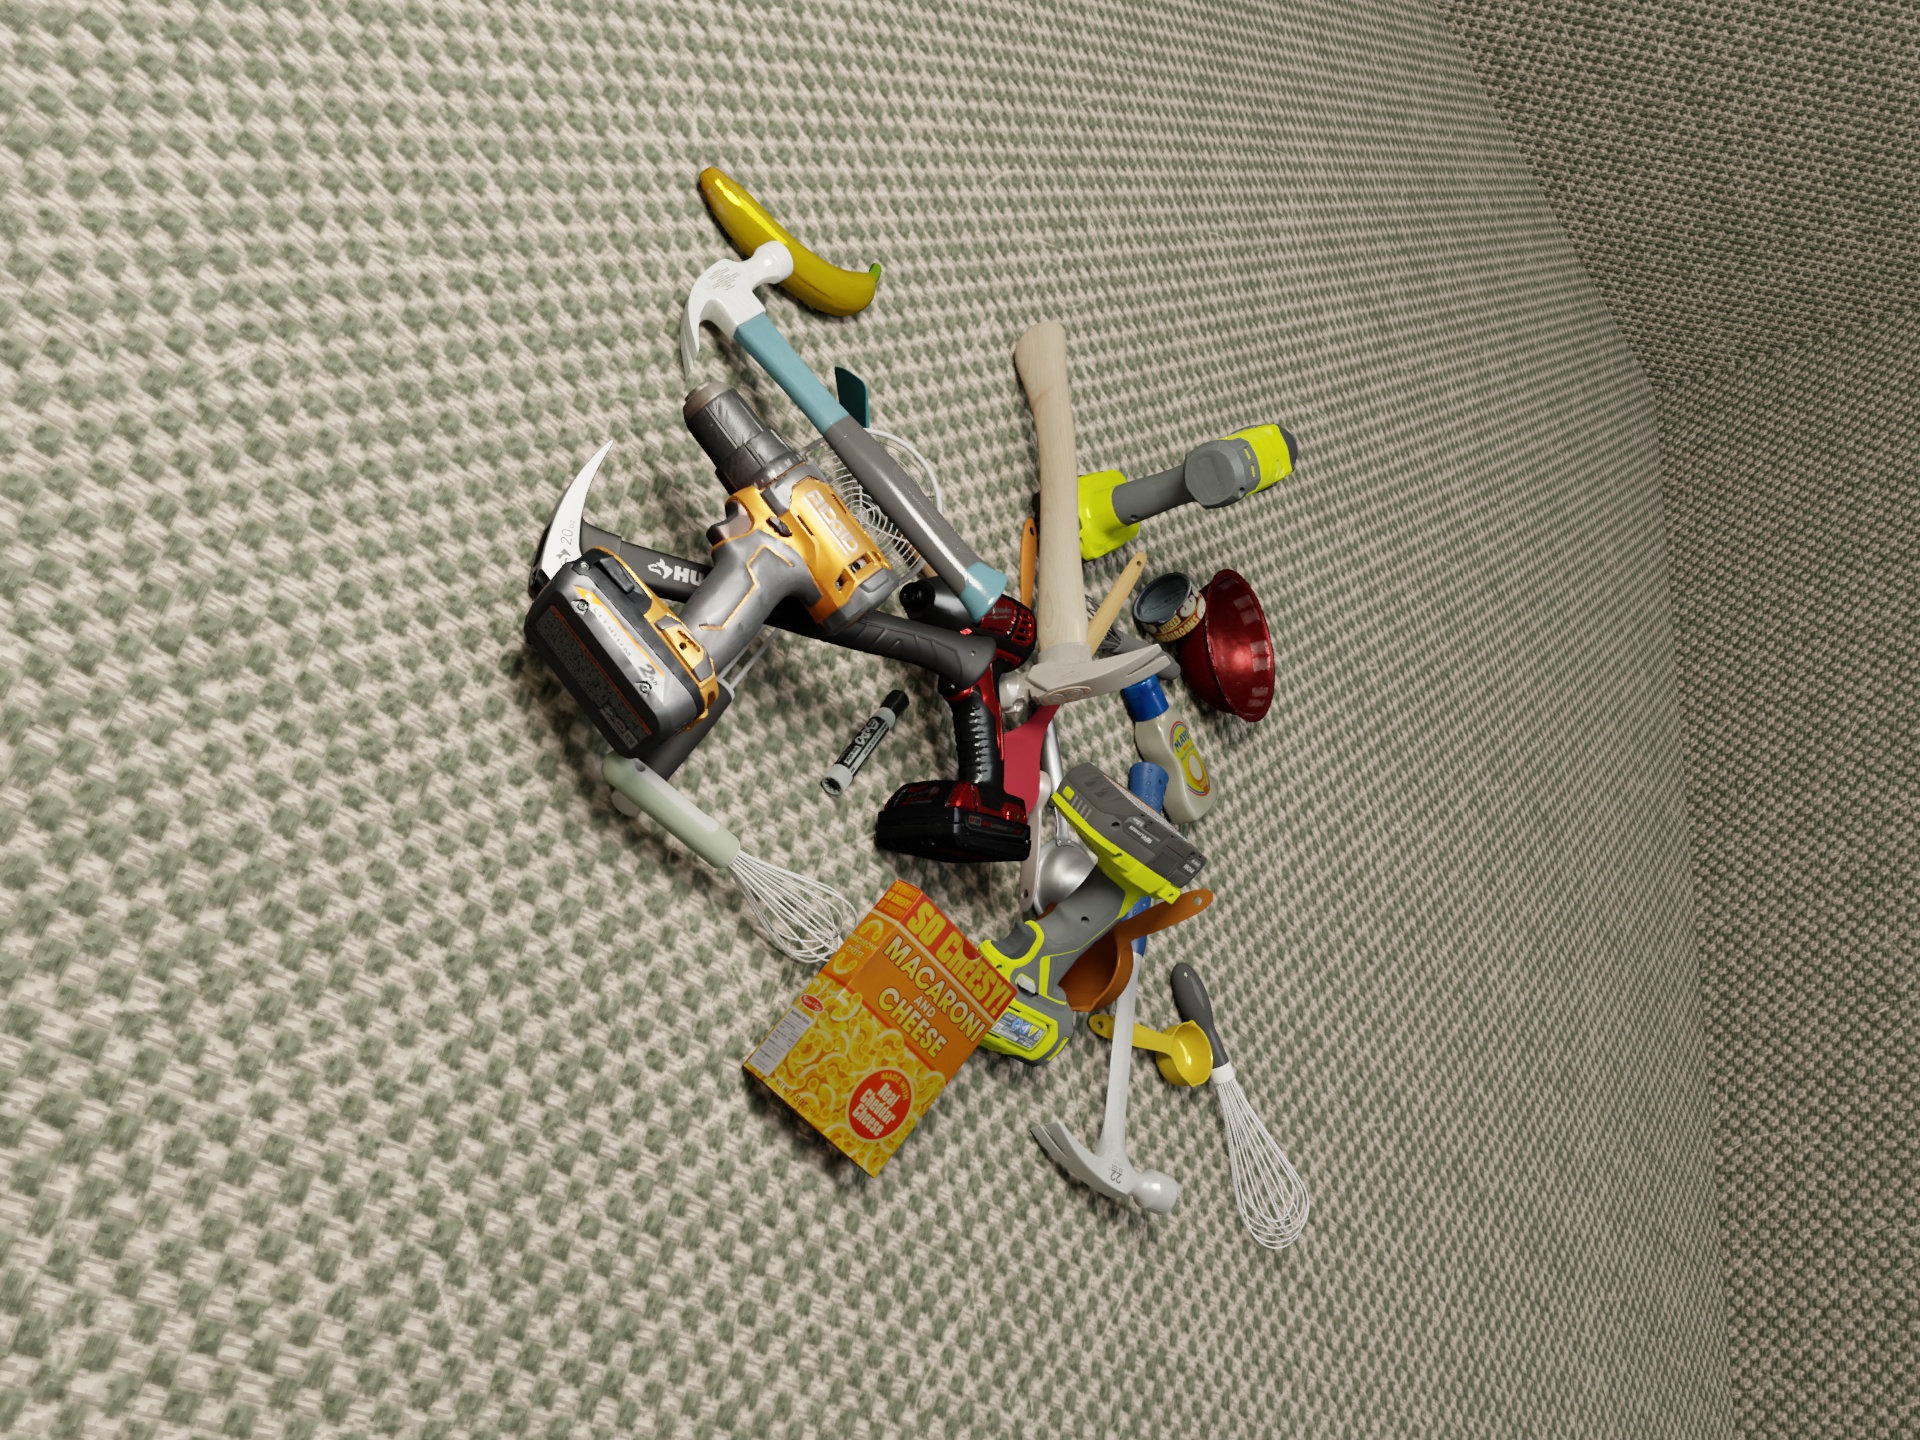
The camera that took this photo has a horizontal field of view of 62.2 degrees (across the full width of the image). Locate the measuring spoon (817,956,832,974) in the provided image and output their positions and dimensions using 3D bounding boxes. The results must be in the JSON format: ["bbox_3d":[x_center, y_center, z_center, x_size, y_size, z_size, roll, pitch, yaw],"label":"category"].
[{"bbox_3d":[-0.062,0.200,1.167,0.128,0.042,0.021,43,22,-45],"label":"measuring spoon"}]

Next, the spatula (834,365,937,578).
[{"bbox_3d":[-0.025,-0.146,1.313,0.044,0.082,0.317,-38,120,-5],"label":"spatula"}]

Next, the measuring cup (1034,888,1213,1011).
[{"bbox_3d":[0.136,0.180,1.309,0.052,0.173,0.095,29,37,-61],"label":"measuring cup"}]

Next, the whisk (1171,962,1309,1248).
[{"bbox_3d":[0.256,0.361,1.497,0.070,0.070,0.284,-22,90,-53],"label":"whisk"}]

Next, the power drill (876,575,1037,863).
[{"bbox_3d":[-0.002,-0.004,1.244,0.143,0.078,0.220,19,70,-52],"label":"power drill"}]

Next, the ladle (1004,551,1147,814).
[{"bbox_3d":[0.092,-0.037,1.389,0.069,0.031,0.315,40,60,-12],"label":"ladle"}]

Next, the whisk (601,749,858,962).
[{"bbox_3d":[-0.150,0.092,1.053,0.246,0.059,0.058,47,12,-39],"label":"whisk"}]

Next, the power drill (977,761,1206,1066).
[{"bbox_3d":[0.061,0.149,1.213,0.190,0.228,0.080,35,8,-41],"label":"power drill"}]

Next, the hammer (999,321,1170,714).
[{"bbox_3d":[0.096,-0.198,1.408,0.038,0.146,0.411,48,34,-51],"label":"hammer"}]

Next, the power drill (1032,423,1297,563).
[{"bbox_3d":[0.195,-0.214,1.471,0.171,0.223,0.080,-28,101,-52],"label":"power drill"}]

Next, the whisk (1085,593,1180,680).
[{"bbox_3d":[0.150,-0.074,1.515,0.238,0.055,0.055,21,62,-52],"label":"whisk"}]

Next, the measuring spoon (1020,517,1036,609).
[{"bbox_3d":[0.064,-0.135,1.453,0.021,0.011,0.117,28,57,-44],"label":"measuring spoon"}]

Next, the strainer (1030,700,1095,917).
[{"bbox_3d":[0.087,0.078,1.389,0.086,0.050,0.258,3,72,-43],"label":"strainer"}]

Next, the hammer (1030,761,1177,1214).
[{"bbox_3d":[0.146,0.215,1.406,0.144,0.035,0.406,30,52,-29],"label":"hammer"}]

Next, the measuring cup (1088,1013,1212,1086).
[{"bbox_3d":[0.165,0.291,1.434,0.156,0.029,0.062,23,57,-32],"label":"measuring cup"}]

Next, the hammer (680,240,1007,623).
[{"bbox_3d":[-0.081,-0.207,1.167,0.128,0.033,0.331,-38,84,-33],"label":"hammer"}]

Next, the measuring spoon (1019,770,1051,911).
[{"bbox_3d":[0.056,0.101,1.350,0.018,0.034,0.124,20,67,-37],"label":"measuring spoon"}]

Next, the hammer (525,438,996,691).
[{"bbox_3d":[-0.123,-0.082,1.087,0.334,0.035,0.146,14,68,-27],"label":"hammer"}]

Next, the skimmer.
[{"bbox_3d":[-0.130,-0.075,1.119,0.127,0.090,0.363,36,48,-4],"label":"skimmer"}]

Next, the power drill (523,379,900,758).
[{"bbox_3d":[-0.165,-0.103,1.002,0.226,0.084,0.185,-40,95,-37],"label":"power drill"}]
